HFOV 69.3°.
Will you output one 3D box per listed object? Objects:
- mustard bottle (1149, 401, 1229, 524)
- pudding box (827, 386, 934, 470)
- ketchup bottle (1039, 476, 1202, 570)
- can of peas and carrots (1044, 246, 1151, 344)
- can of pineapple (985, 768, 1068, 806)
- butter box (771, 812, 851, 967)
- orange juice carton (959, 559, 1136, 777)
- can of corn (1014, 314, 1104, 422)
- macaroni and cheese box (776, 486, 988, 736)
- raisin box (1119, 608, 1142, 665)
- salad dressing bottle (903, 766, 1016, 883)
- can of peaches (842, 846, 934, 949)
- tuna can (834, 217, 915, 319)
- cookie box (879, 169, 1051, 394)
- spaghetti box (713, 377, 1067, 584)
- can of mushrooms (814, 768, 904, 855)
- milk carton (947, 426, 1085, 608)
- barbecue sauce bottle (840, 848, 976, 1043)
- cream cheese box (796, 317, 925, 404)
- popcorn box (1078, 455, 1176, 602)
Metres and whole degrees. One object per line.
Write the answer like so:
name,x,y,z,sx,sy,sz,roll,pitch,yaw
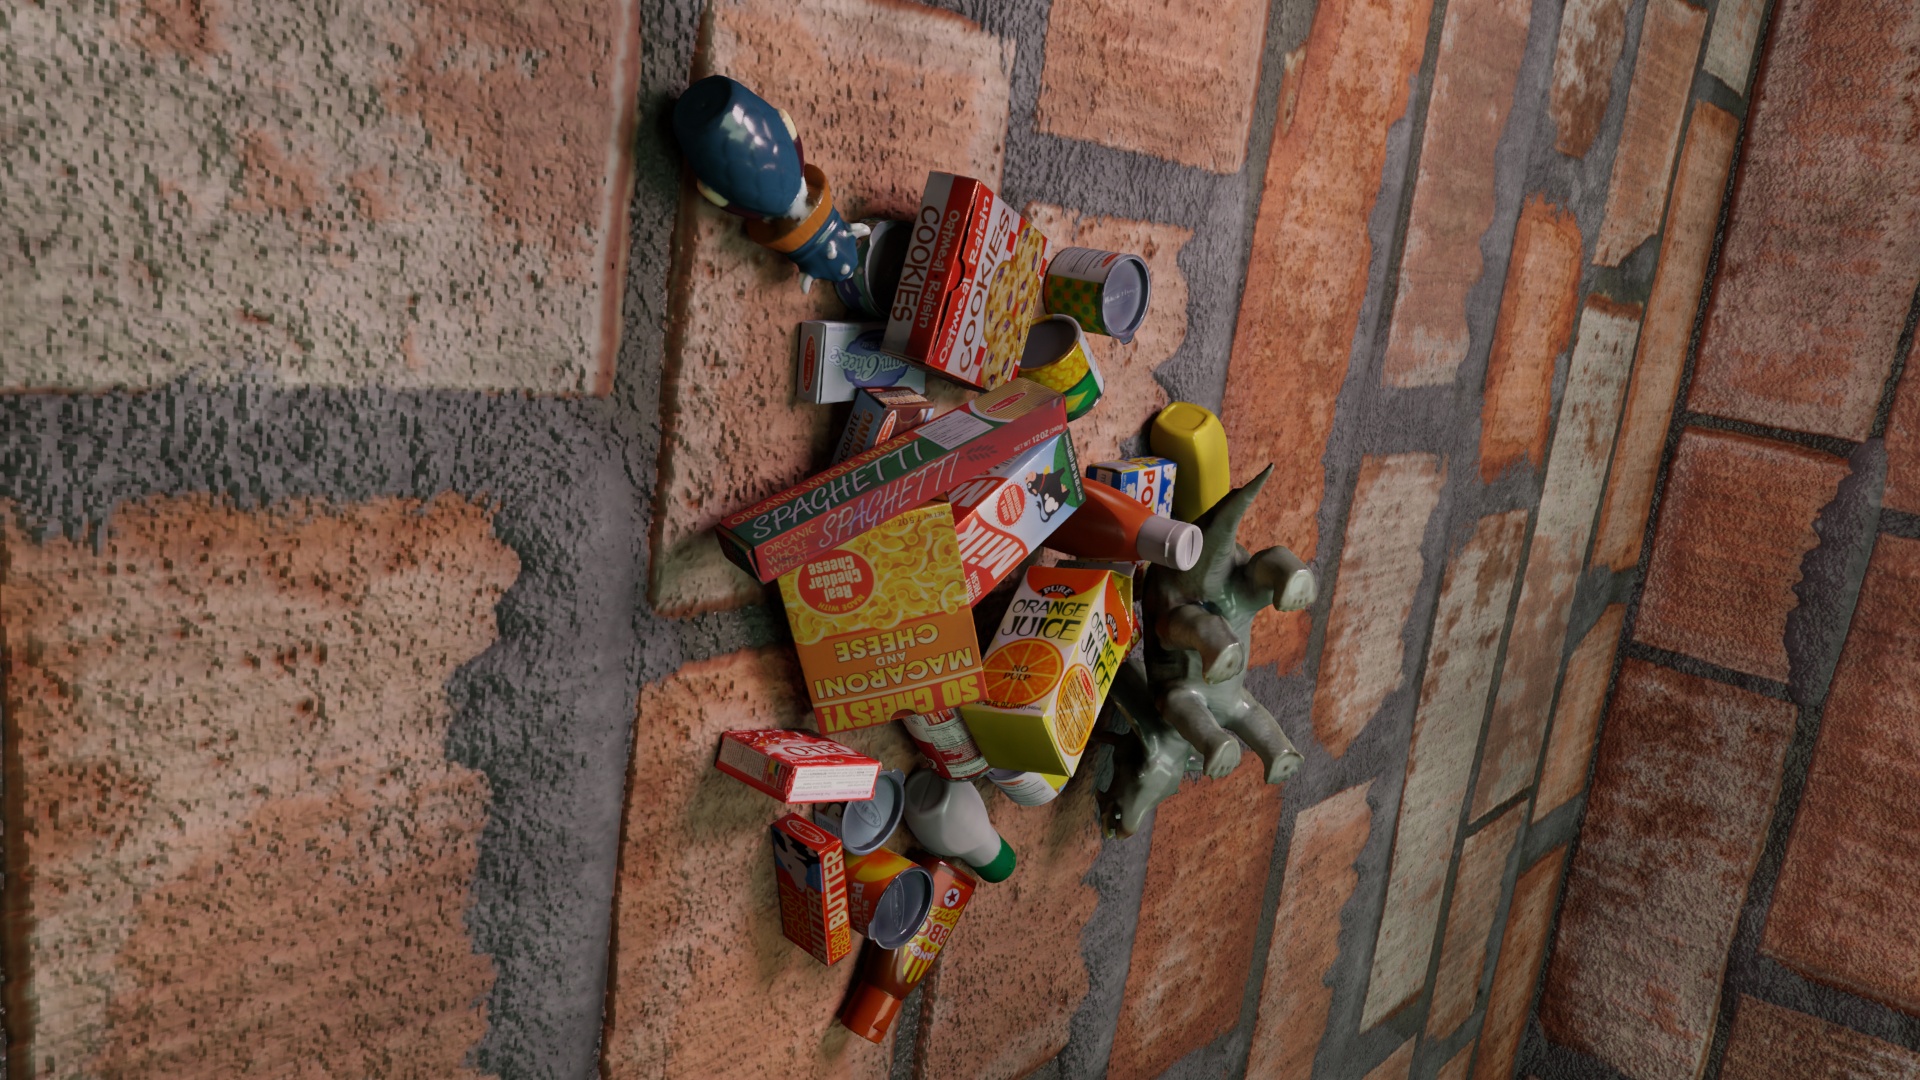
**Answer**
mustard bottle,0.216,-0.054,1.276,0.049,0.065,0.159,-44,139,-24
pudding box,-0.056,-0.064,0.949,0.050,0.030,0.083,-8,131,-48
ketchup bottle,0.121,-0.011,1.106,0.044,0.149,0.064,-15,115,-45
can of peas and carrots,0.108,-0.194,1.096,0.071,0.059,0.070,-22,121,-44
can of pineapple,0.053,0.180,1.162,0.071,0.071,0.057,-58,140,-18
butter box,-0.108,0.253,1.007,0.024,0.053,0.103,-24,121,-41
orange juice carton,0.076,0.083,1.073,0.194,0.072,0.072,-61,141,-39
can of corn,0.069,-0.130,1.068,0.071,0.071,0.058,-53,137,-23
macaroni and cheese box,-0.055,0.049,0.952,0.124,0.040,0.165,-13,121,-2
raisin box,0.081,0.097,1.148,0.124,0.086,0.040,-47,131,-28
salad dressing bottle,0.002,0.238,1.140,0.147,0.044,0.064,54,45,-46
can of peaches,-0.065,0.270,1.061,0.071,0.058,0.071,-22,120,-44
tuna can,-0.053,-0.184,0.927,0.071,0.033,0.070,-22,119,-44
cookie box,0.009,-0.171,0.960,0.167,0.040,0.123,8,98,-70
spaghetti box,-0.040,-0.044,0.906,0.251,0.050,0.028,-28,126,-26
can of mushrooms,-0.074,0.197,1.042,0.071,0.033,0.070,-21,118,-44
milk carton,0.004,-0.013,1.026,0.191,0.073,0.072,-41,132,-33
barbecue sauce bottle,-0.045,0.327,1.116,0.064,0.043,0.149,41,71,-40
cream cheese box,-0.064,-0.124,0.943,0.104,0.024,0.053,-12,114,-48
popcorn box,0.146,-0.008,1.225,0.085,0.038,0.126,-12,112,-48
